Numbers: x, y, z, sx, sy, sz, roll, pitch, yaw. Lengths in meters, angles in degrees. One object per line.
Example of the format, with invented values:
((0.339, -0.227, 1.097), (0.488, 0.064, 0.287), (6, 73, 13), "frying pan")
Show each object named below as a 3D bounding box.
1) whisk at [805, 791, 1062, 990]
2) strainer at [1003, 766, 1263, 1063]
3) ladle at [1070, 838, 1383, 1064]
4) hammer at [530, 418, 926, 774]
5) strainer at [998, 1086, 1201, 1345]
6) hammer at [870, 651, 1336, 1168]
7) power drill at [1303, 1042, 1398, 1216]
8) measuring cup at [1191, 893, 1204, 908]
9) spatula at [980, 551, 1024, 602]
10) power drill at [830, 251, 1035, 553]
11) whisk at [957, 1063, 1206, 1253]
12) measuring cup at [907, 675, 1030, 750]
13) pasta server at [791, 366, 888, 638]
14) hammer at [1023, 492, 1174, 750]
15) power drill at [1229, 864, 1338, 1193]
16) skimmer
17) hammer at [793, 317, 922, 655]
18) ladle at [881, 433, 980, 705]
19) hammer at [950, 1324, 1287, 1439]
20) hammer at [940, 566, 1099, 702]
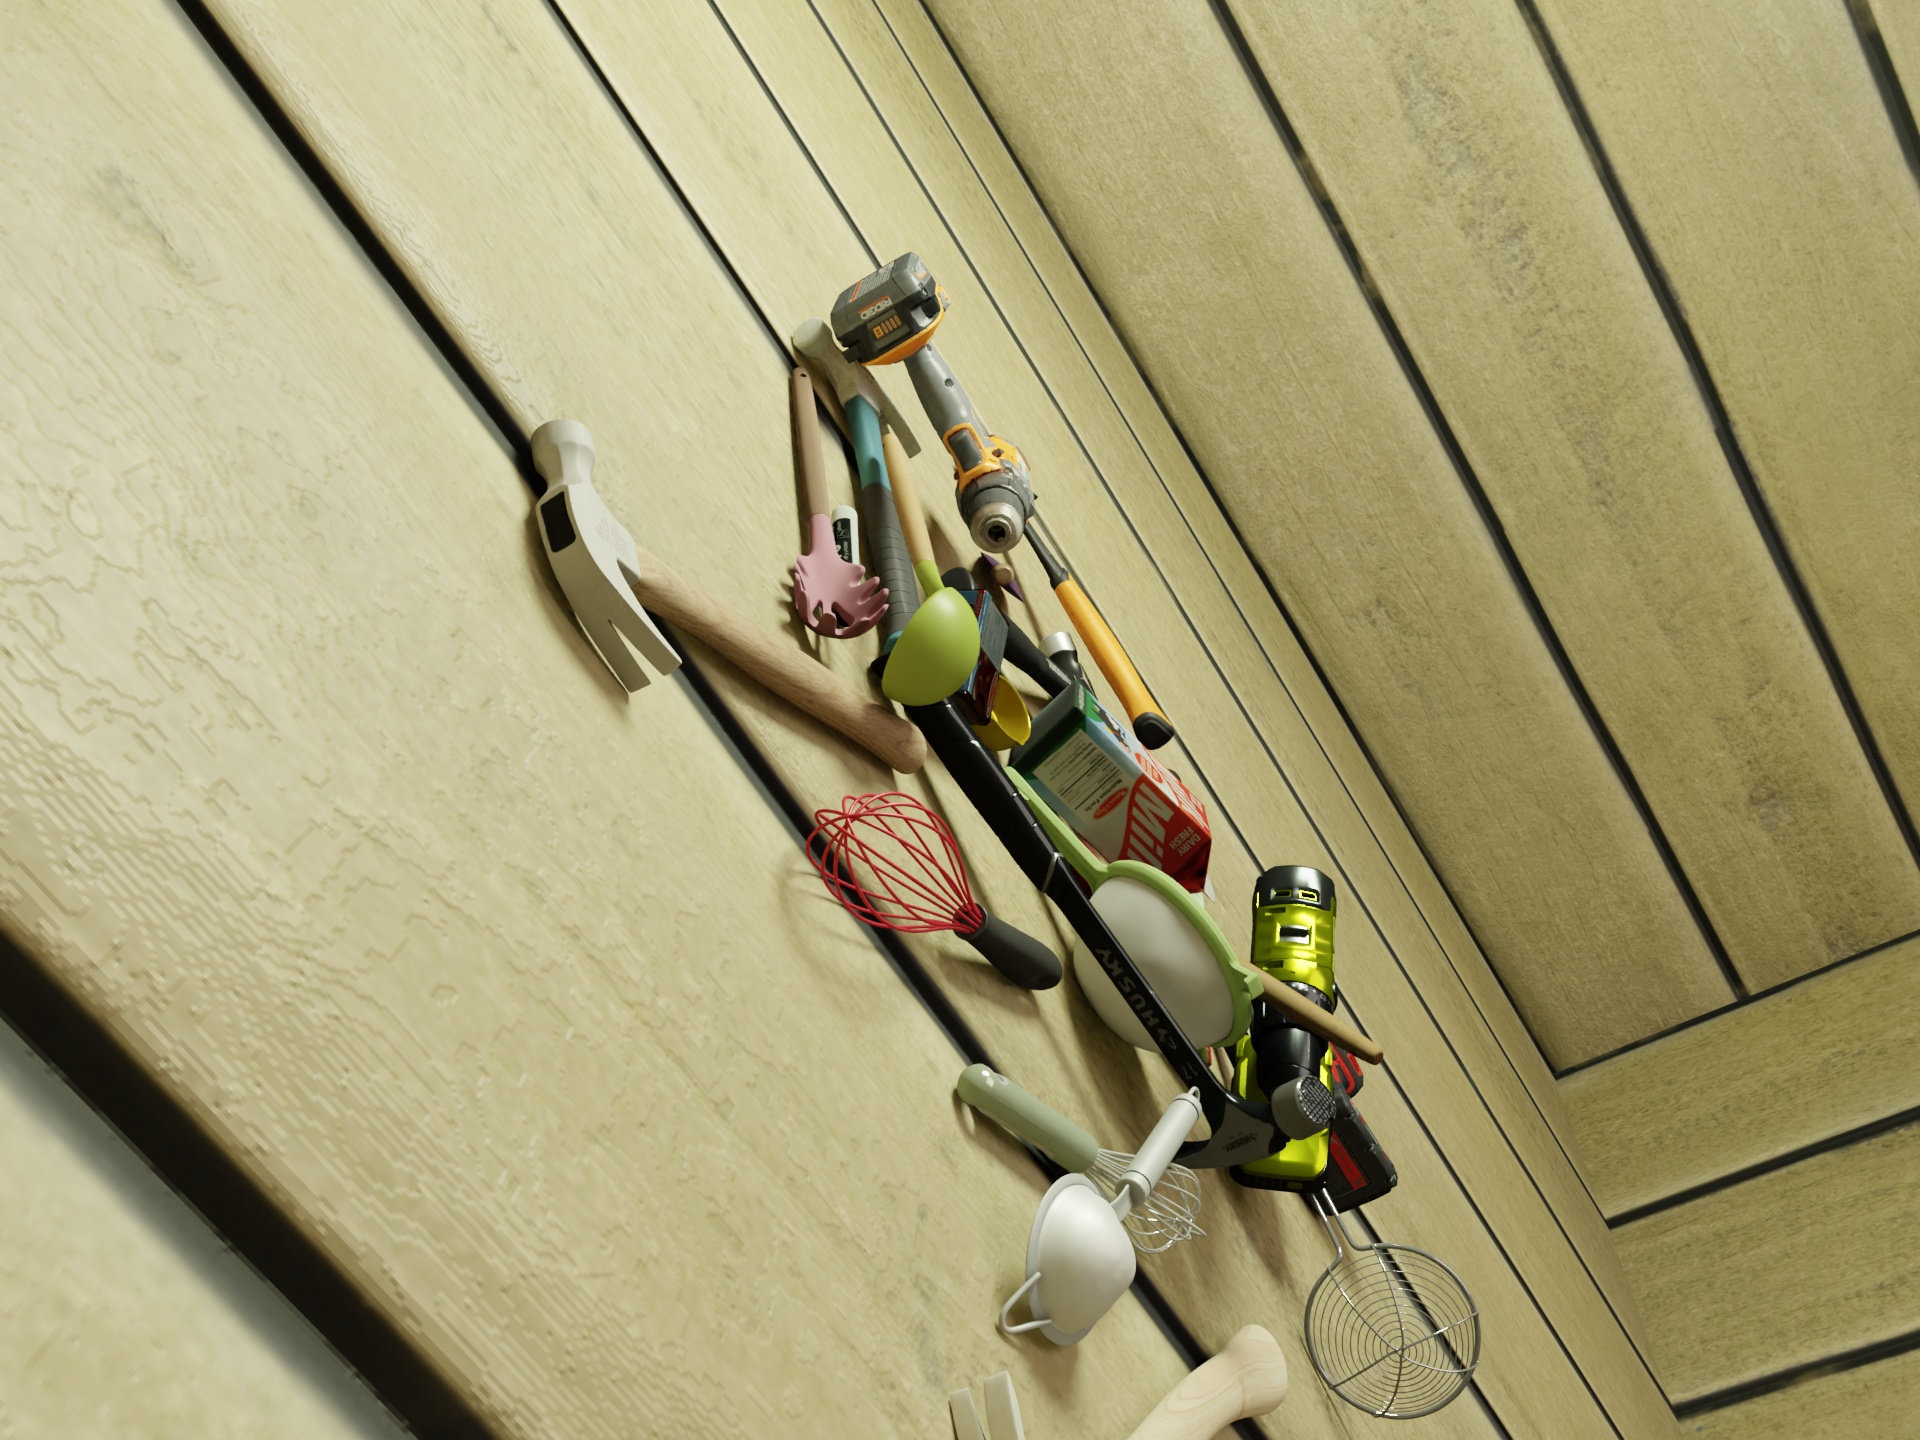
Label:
((-0.002, 0.111, 0.926), (0.295, 0.073, 0.073), (44, 25, -55), "whisk")
((0.092, 0.140, 1.118), (0.256, 0.069, 0.151), (48, -27, 19), "strainer")
((0.172, 0.161, 1.109), (0.316, 0.031, 0.069), (29, -27, 50), "ladle")
((-0.112, -0.036, 0.882), (0.331, 0.031, 0.130), (36, 31, -53), "hammer")
((0.096, 0.266, 0.894), (0.258, 0.050, 0.087), (-30, 110, -60), "strainer")
((0.070, 0.119, 1.043), (0.036, 0.149, 0.409), (-30, 82, -48), "hammer")
((0.323, 0.331, 1.450), (0.143, 0.078, 0.220), (57, 16, -15), "power drill")
((0.184, 0.175, 1.358), (0.083, 0.038, 0.167), (61, 17, -4), "measuring cup")
((0.035, -0.116, 1.285), (0.060, 0.018, 0.316), (49, 4, -3), "spatula")
((-0.012, -0.239, 1.242), (0.226, 0.084, 0.185), (58, 13, -21), "power drill")
((0.075, 0.260, 0.944), (0.246, 0.059, 0.058), (42, -10, -38), "whisk")
((-0.002, -0.004, 1.153), (0.156, 0.029, 0.062), (-1, 66, -56), "measuring cup")
((-0.096, -0.158, 1.086), (0.060, 0.040, 0.317), (8, 42, -19), "pasta server")
((0.105, -0.110, 1.468), (0.337, 0.034, 0.127), (61, 14, 27), "hammer")
((0.240, 0.247, 1.171), (0.191, 0.080, 0.228), (-75, 164, -47), "power drill")
((0.282, 0.369, 1.271), (0.090, 0.127, 0.364), (53, 9, -44), "skimmer")
((-0.061, -0.160, 1.191), (0.128, 0.033, 0.331), (41, 28, -45), "hammer")
((-0.039, -0.119, 1.078), (0.062, 0.078, 0.321), (10, 34, -19), "ladle")
((0.111, 0.384, 0.869), (0.410, 0.038, 0.146), (16, 47, -66), "hammer")
((0.056, -0.047, 1.290), (0.334, 0.035, 0.146), (34, 32, -65), "hammer")
